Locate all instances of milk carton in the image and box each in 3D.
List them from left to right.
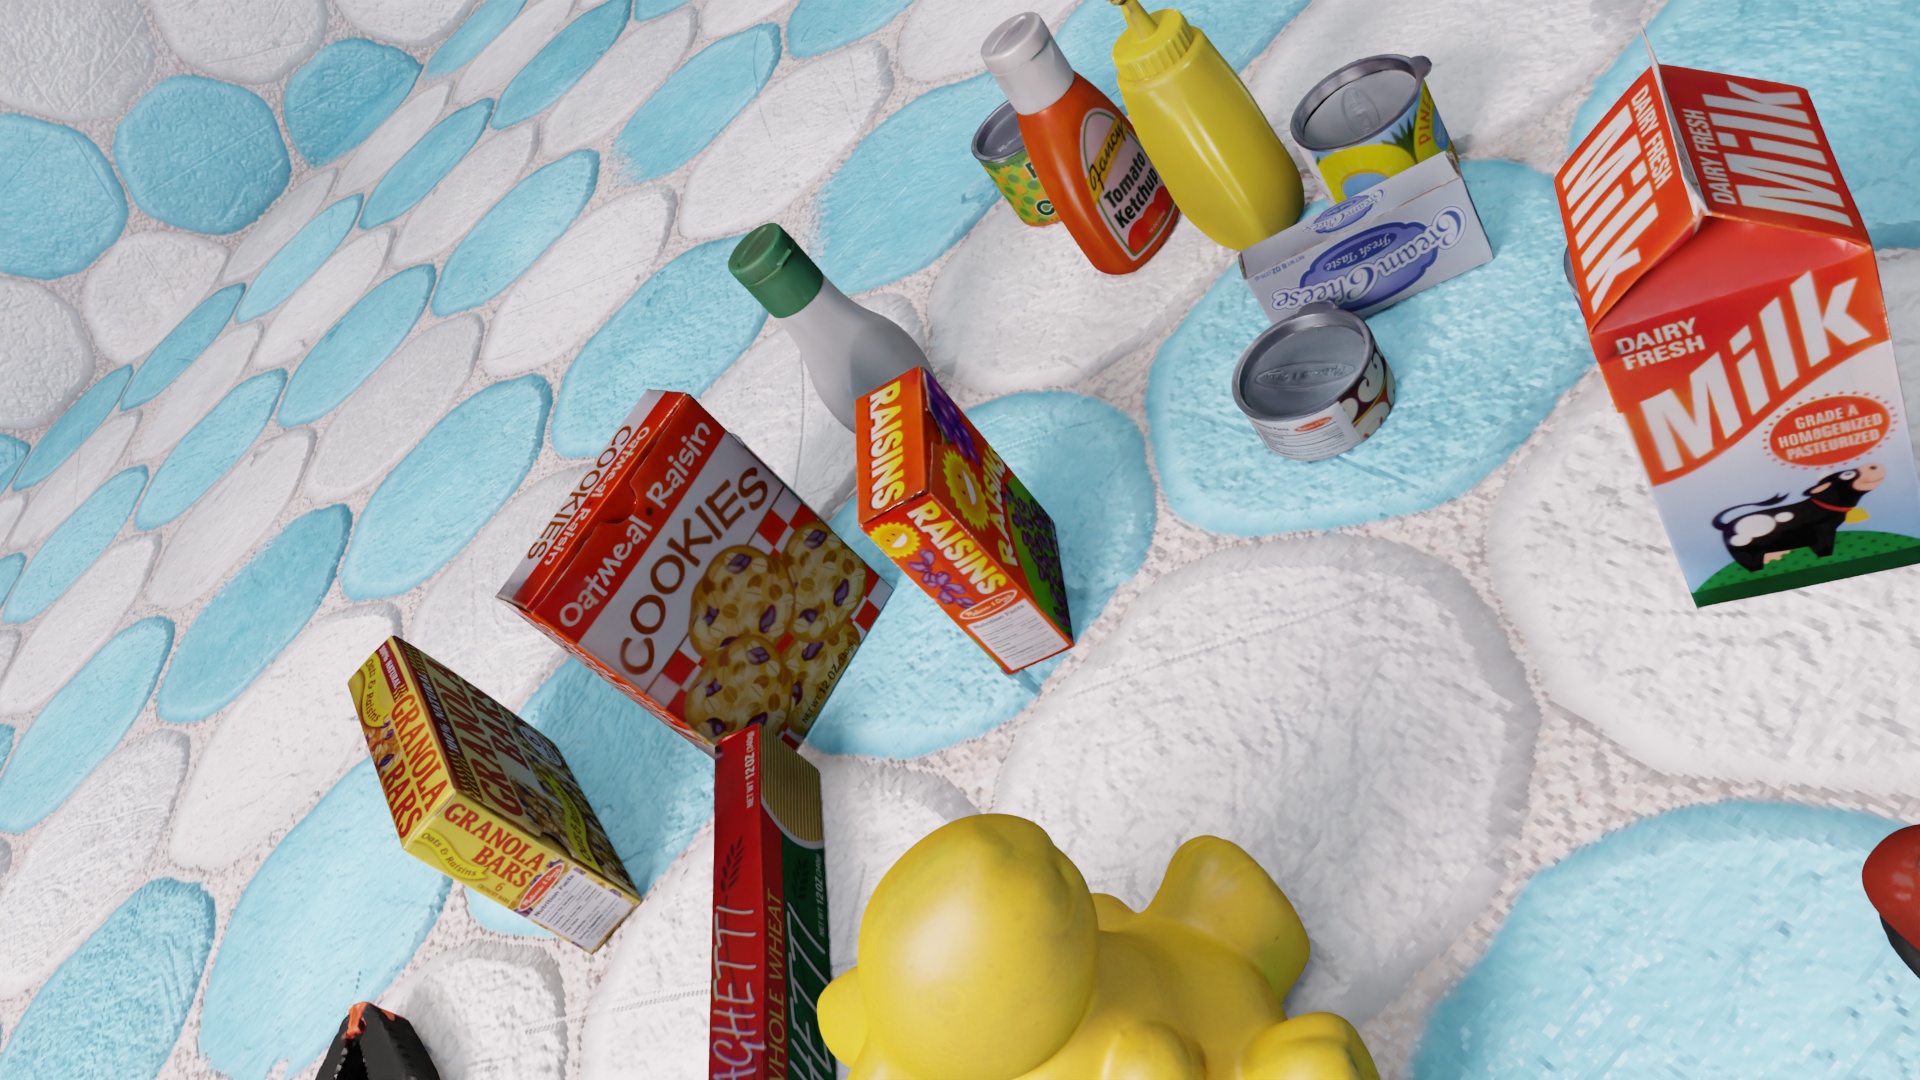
[{"bbox_3d":[0.238,-0.064,0.427,0.073,0.190,0.073,-17,45,30],"label":"milk carton"}]

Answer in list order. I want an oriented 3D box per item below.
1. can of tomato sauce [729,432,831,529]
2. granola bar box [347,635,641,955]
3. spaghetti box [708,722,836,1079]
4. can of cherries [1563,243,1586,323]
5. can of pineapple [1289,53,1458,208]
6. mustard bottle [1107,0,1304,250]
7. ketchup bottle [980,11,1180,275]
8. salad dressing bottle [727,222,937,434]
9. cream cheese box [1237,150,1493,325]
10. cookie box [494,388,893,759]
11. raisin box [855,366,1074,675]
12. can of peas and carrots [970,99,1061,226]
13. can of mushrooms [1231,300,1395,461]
[{"bbox_3d":[-0.121,-0.007,0.772,0.071,0.083,0.071,-24,42,23],"label":"can of tomato sauce"},{"bbox_3d":[-0.243,0.127,0.718,0.039,0.124,0.166,-47,38,-5],"label":"granola bar box"},{"bbox_3d":[-0.078,0.188,0.579,0.028,0.050,0.251,-29,40,17],"label":"spaghetti box"},{"bbox_3d":[0.272,-0.093,0.531,0.071,0.058,0.072,-23,42,23],"label":"can of cherries"},{"bbox_3d":[0.206,-0.196,0.685,0.071,0.057,0.071,-23,42,23],"label":"can of pineapple"},{"bbox_3d":[0.117,-0.215,0.698,0.049,0.160,0.065,-51,39,-9],"label":"mustard bottle"},{"bbox_3d":[0.064,-0.216,0.753,0.043,0.148,0.065,17,67,48],"label":"ketchup bottle"},{"bbox_3d":[-0.069,-0.113,0.773,0.044,0.147,0.064,9,61,45],"label":"salad dressing bottle"},{"bbox_3d":[0.188,-0.132,0.645,0.103,0.053,0.024,-24,42,22],"label":"cream cheese box"},{"bbox_3d":[-0.120,0.026,0.672,0.040,0.167,0.123,10,62,46],"label":"cookie box"},{"bbox_3d":[0.002,-0.008,0.633,0.040,0.123,0.086,-26,41,21],"label":"raisin box"},{"bbox_3d":[0.051,-0.236,0.857,0.071,0.058,0.071,-23,42,23],"label":"can of peas and carrots"},{"bbox_3d":[0.160,-0.072,0.628,0.071,0.033,0.071,-23,42,23],"label":"can of mushrooms"}]
